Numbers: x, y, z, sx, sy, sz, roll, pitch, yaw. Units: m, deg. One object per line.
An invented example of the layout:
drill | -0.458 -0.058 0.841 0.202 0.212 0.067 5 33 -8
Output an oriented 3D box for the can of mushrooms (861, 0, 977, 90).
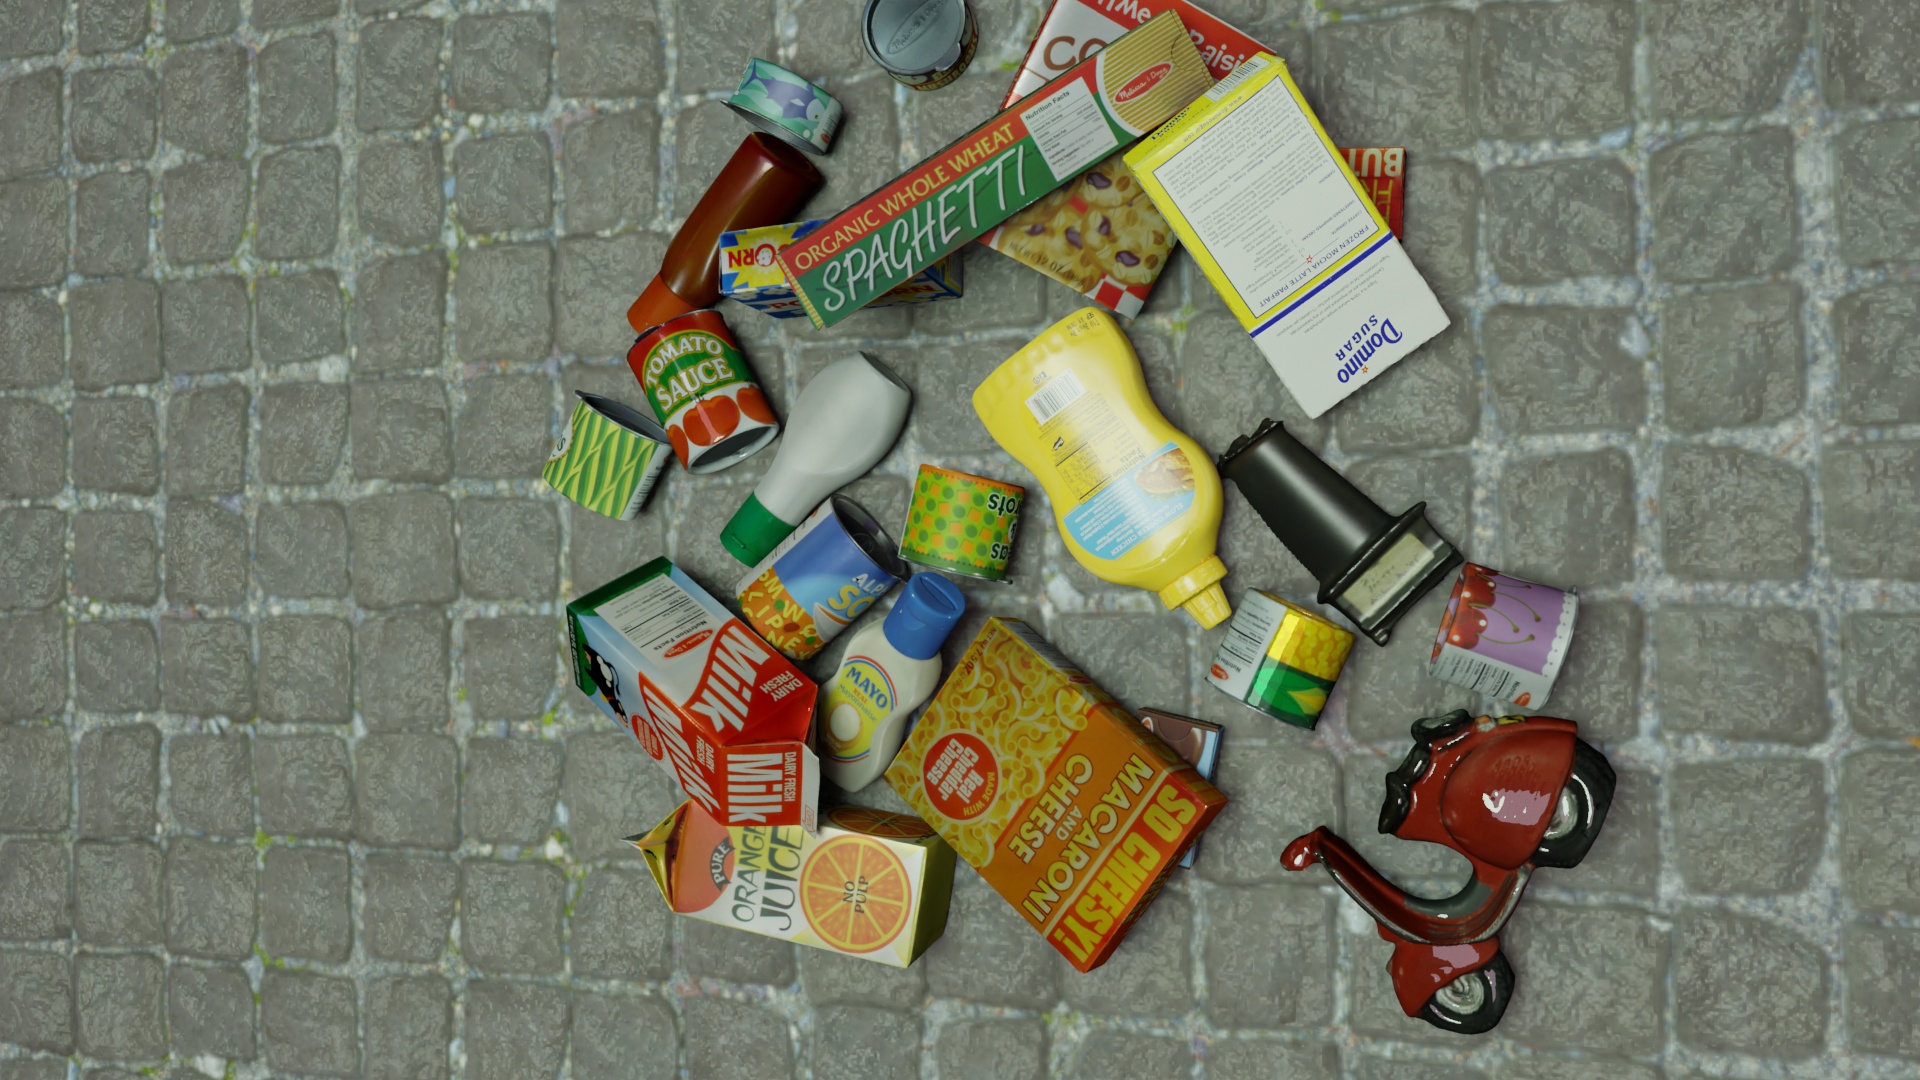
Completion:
can of mushrooms | -0.023 -0.311 0.851 0.071 0.033 0.071 0 89 15

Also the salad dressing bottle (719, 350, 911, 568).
salad dressing bottle | -0.092 -0.048 0.861 0.064 0.044 0.147 42 101 12

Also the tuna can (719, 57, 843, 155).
tuna can | -0.110 -0.268 0.856 0.071 0.071 0.033 28 96 14

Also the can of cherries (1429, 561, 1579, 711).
can of cherries | 0.289 0.048 0.741 0.058 0.071 0.071 18 94 15

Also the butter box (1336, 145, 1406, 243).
butter box | 0.199 -0.196 0.790 0.103 0.024 0.053 4 90 16

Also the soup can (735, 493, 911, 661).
soup can | -0.083 0.025 0.845 0.083 0.071 0.071 -42 79 12

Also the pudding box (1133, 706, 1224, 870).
pudding box | 0.120 0.142 0.805 0.050 0.030 0.083 11 92 17

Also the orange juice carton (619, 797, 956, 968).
orange juice carton | -0.105 0.196 0.846 0.193 0.072 0.073 8 91 15

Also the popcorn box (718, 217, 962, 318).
popcorn box | -0.070 -0.164 0.834 0.126 0.085 0.038 -4 88 16

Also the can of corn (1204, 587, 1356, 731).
can of corn | 0.180 0.066 0.772 0.071 0.071 0.058 25 96 15

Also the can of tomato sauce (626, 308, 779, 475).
can of tomato sauce | -0.161 -0.092 0.867 0.071 0.071 0.083 -30 82 14

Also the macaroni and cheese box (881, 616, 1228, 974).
macaroni and cheese box | 0.051 0.142 0.797 0.167 0.040 0.123 40 105 26

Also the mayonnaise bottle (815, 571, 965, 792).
mayonnaise bottle | -0.046 0.081 0.819 0.065 0.041 0.147 42 124 14

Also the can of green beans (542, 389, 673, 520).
can of green beans | -0.224 -0.053 0.886 0.071 0.071 0.057 32 98 14

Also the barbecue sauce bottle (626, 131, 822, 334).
barbecue sauce bottle | -0.152 -0.185 0.872 0.044 0.065 0.148 48 110 13

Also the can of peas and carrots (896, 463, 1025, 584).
can of peas and carrots | 0.003 -0.010 0.821 0.071 0.071 0.058 13 93 16

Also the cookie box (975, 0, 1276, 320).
cookie box | 0.082 -0.228 0.786 0.123 0.040 0.167 25 102 -10

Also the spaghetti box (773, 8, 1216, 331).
spaghetti box | 0.016 -0.199 0.752 0.250 0.029 0.050 -31 105 5

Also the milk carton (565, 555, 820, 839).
milk carton | -0.147 0.097 0.820 0.191 0.074 0.072 35 137 30
